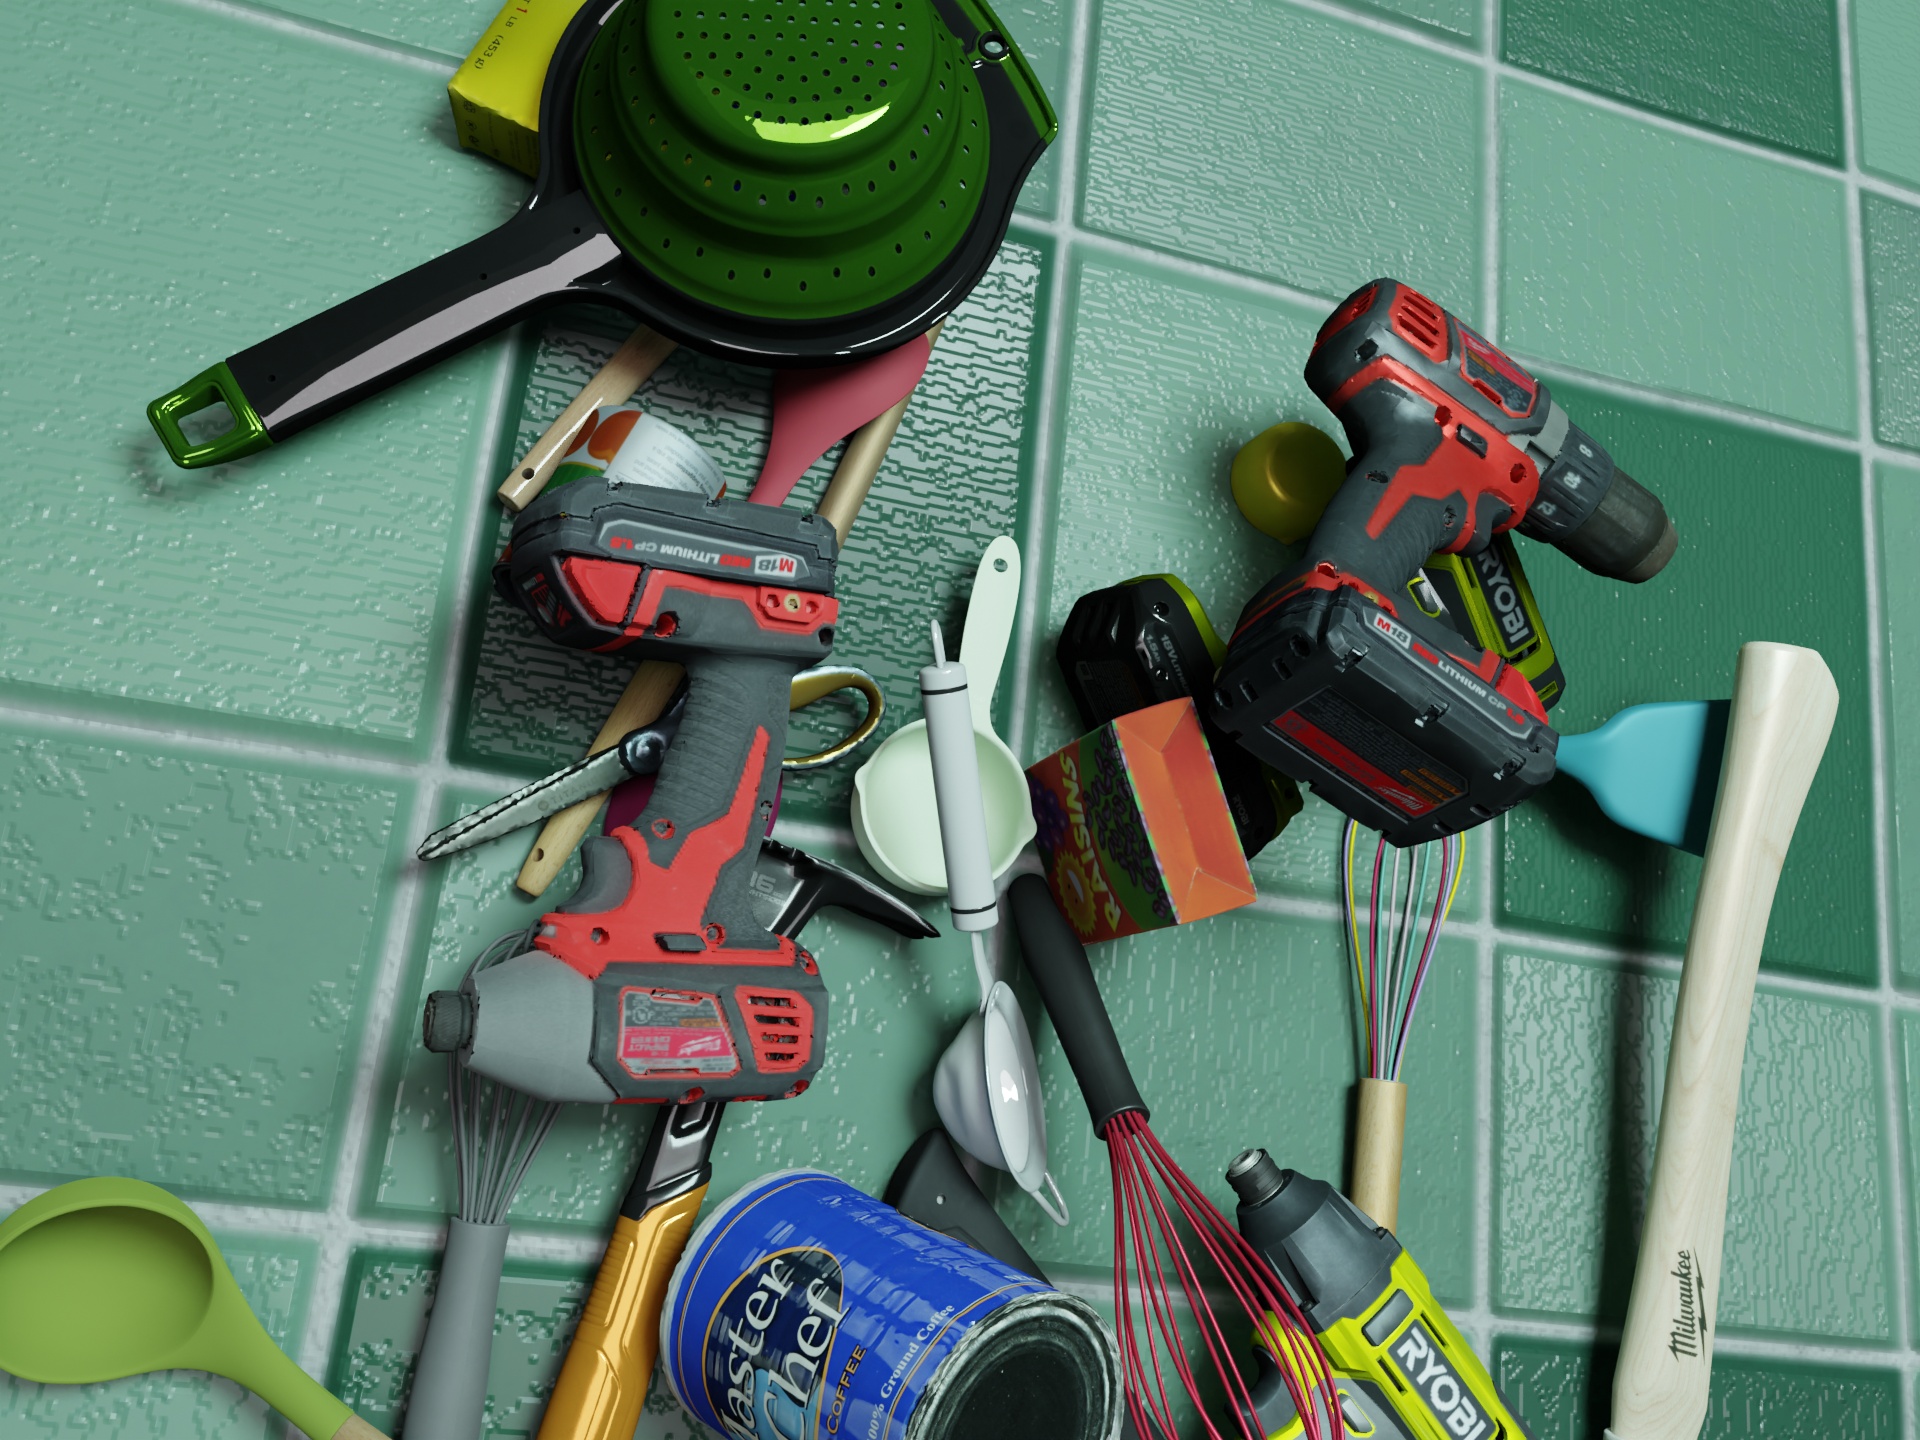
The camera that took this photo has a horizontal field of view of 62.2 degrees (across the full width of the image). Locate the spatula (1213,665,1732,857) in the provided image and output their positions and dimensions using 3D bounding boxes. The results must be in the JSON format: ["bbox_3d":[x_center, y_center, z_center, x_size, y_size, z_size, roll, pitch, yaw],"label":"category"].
[{"bbox_3d":[0.244,0.007,0.710,0.317,0.044,0.082,10,91,-30],"label":"spatula"}]

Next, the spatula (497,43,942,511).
[{"bbox_3d":[-0.106,-0.211,0.734,0.060,0.018,0.316,38,69,-4],"label":"spatula"}]

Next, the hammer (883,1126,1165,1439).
[{"bbox_3d":[0.082,0.310,0.660,0.146,0.035,0.335,-37,90,-21],"label":"hammer"}]

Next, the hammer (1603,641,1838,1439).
[{"bbox_3d":[0.332,0.165,0.727,0.146,0.038,0.411,12,86,-14],"label":"hammer"}]

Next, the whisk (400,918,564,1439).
[{"bbox_3d":[-0.180,0.192,0.601,0.055,0.055,0.239,11,79,-15],"label":"whisk"}]

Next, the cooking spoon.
[{"bbox_3d":[-0.071,-0.059,0.708,0.068,0.017,0.319,26,72,-10],"label":"cooking spoon"}]

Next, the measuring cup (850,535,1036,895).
[{"bbox_3d":[-0.001,-0.002,0.708,0.083,0.038,0.168,17,71,-13],"label":"measuring cup"}]

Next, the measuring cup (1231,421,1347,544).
[{"bbox_3d":[0.214,-0.120,0.804,0.156,0.029,0.062,1,77,-14],"label":"measuring cup"}]

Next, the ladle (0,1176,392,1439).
[{"bbox_3d":[-0.198,0.266,0.545,0.320,0.062,0.078,35,95,3],"label":"ladle"}]

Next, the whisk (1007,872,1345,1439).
[{"bbox_3d":[0.069,0.172,0.611,0.073,0.073,0.296,-4,44,-18],"label":"whisk"}]

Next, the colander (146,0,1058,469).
[{"bbox_3d":[-0.139,-0.214,0.627,0.397,0.094,0.204,-31,84,-13],"label":"colander"}]

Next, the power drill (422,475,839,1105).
[{"bbox_3d":[-0.117,0.030,0.585,0.143,0.078,0.220,6,83,-28],"label":"power drill"}]

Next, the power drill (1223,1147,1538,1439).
[{"bbox_3d":[0.103,0.292,0.614,0.223,0.080,0.171,-35,88,-23],"label":"power drill"}]

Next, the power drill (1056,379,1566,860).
[{"bbox_3d":[0.163,-0.052,0.735,0.228,0.080,0.190,-29,100,-22],"label":"power drill"}]

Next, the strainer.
[{"bbox_3d":[0.005,0.086,0.649,0.050,0.087,0.258,-5,100,12],"label":"strainer"}]

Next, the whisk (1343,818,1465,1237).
[{"bbox_3d":[0.201,0.145,0.733,0.047,0.051,0.245,13,77,-20],"label":"whisk"}]

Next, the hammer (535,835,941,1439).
[{"bbox_3d":[-0.115,0.209,0.619,0.127,0.034,0.337,24,73,-18],"label":"hammer"}]

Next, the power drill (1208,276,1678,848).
[{"bbox_3d":[0.210,-0.061,0.658,0.187,0.080,0.227,32,56,-12],"label":"power drill"}]

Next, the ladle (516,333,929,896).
[{"bbox_3d":[-0.105,-0.063,0.691,0.069,0.031,0.315,21,72,25],"label":"ladle"}]
